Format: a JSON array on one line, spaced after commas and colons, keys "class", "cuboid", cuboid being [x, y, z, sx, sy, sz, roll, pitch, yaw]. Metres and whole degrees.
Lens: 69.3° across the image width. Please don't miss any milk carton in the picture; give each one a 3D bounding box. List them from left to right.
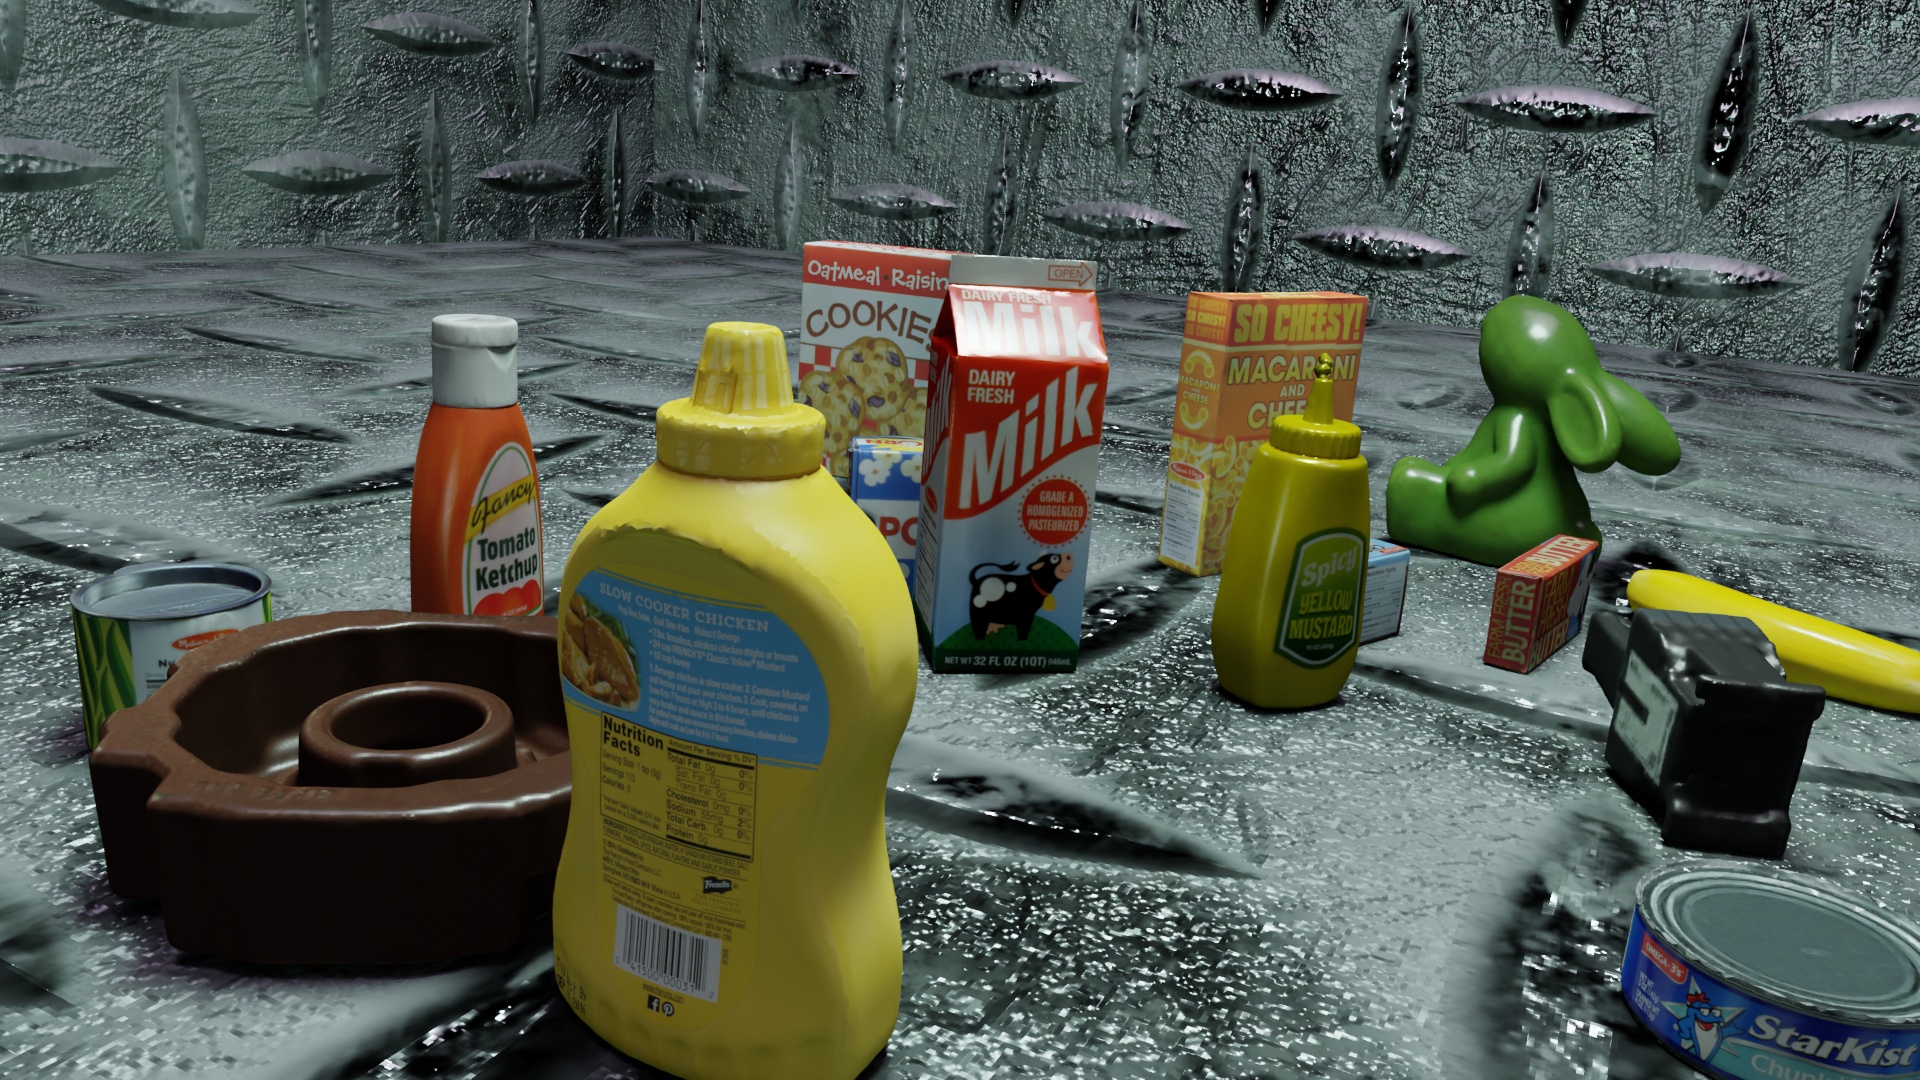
[{"class": "milk carton", "cuboid": [0.022, -0.038, 0.660, 0.072, 0.190, 0.073, 1, 15, -11]}]

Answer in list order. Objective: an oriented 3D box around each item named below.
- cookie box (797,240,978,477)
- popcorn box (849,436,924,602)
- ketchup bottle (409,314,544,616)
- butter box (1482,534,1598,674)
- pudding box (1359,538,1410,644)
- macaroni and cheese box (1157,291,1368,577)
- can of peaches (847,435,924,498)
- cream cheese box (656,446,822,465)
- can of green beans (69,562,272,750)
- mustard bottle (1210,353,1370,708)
[{"class": "cookie box", "cuboid": [-0.054, -0.126, 0.998, 0.123, 0.167, 0.040, 11, 16, 23]}, {"class": "popcorn box", "cuboid": [0.003, -0.009, 0.747, 0.127, 0.085, 0.038, 2, 15, -9]}, {"class": "ketchup bottle", "cuboid": [-0.222, -0.028, 0.638, 0.043, 0.148, 0.065, 11, 17, 24]}, {"class": "butter box", "cuboid": [0.308, 0.032, 0.736, 0.024, 0.053, 0.104, 15, 19, 36]}, {"class": "pudding box", "cuboid": [0.198, 0.029, 0.726, 0.084, 0.049, 0.030, -9, 20, -39]}, {"class": "macaroni and cheese box", "cuboid": [0.185, -0.068, 0.853, 0.124, 0.166, 0.040, -7, 19, -35]}, {"class": "can of peaches", "cuboid": [-0.040, -0.031, 0.862, 0.071, 0.058, 0.071, 4, 15, -1]}, {"class": "cream cheese box", "cuboid": [-0.136, -0.035, 0.862, 0.104, 0.053, 0.024, -6, 18, -32]}, {"class": "can of green beans", "cuboid": [-0.296, 0.045, 0.527, 0.071, 0.057, 0.071, 4, 15, -1]}, {"class": "mustard bottle", "cuboid": [0.154, -0.005, 0.629, 0.065, 0.159, 0.049, -4, 17, -27]}]
